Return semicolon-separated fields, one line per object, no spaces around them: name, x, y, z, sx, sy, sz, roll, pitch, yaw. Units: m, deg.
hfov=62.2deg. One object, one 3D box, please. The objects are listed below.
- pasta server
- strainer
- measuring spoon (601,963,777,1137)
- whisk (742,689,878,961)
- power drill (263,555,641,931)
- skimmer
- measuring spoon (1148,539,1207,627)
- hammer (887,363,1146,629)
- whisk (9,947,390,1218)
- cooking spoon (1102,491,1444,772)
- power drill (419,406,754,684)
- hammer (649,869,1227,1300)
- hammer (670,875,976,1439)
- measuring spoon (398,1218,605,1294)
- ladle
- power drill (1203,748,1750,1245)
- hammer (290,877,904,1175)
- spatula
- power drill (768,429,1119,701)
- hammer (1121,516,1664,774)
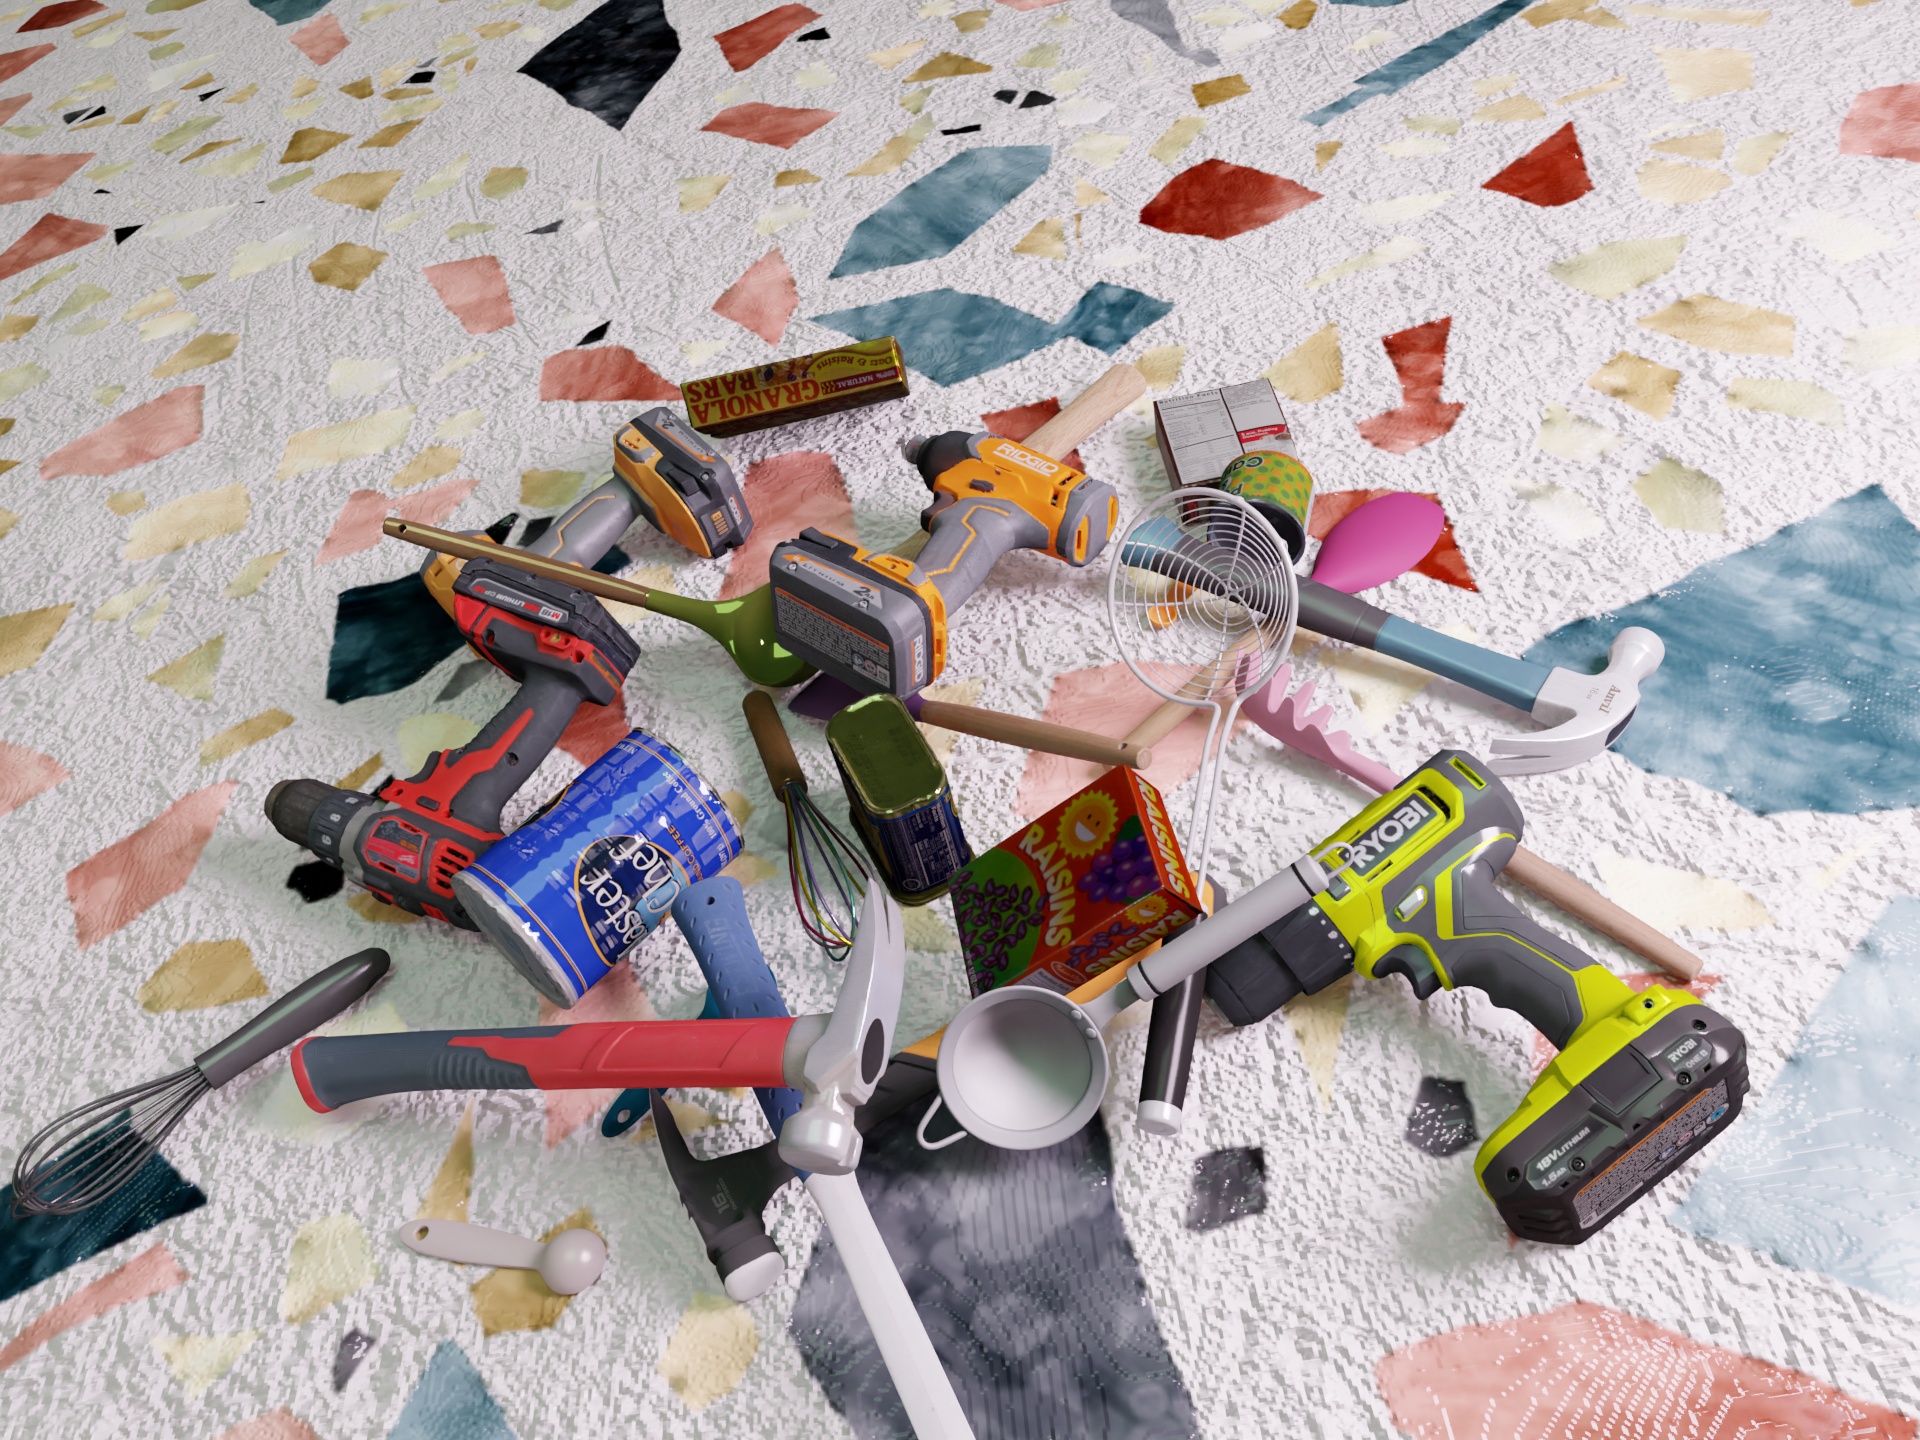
pasta server;0.276;0.047;0.905;0.316;0.060;0.040;36;107;35
strainer;0.085;0.134;0.789;0.258;0.087;0.050;-35;7;13
measuring spoon;-0.152;0.189;0.900;0.042;0.021;0.128;33;71;35
whisk;-0.097;0.060;0.993;0.047;0.051;0.245;-5;38;-20
power drill;-0.332;0.011;1.035;0.188;0.080;0.227;18;71;21
skimmer;0.115;0.037;0.866;0.127;0.090;0.364;-16;47;39
measuring spoon;0.163;-0.099;1.094;0.021;0.011;0.117;26;54;24
hammer;0.024;-0.167;1.176;0.130;0.031;0.331;30;60;35
whisk;-0.441;0.209;0.934;0.239;0.055;0.055;-36;49;-26
cooking spoon;0.206;-0.062;1.040;0.319;0.017;0.069;-39;49;-22
power drill;-0.265;-0.116;1.171;0.226;0.084;0.186;-36;54;-14
hammer;-0.002;0.171;0.863;0.337;0.034;0.127;-29;48;-13
hammer;-0.066;0.232;0.775;0.144;0.035;0.406;-25;48;-10
measuring spoon;-0.245;0.275;0.836;0.124;0.018;0.034;3;48;18
ladle;-0.241;-0.093;1.085;0.320;0.062;0.078;16;82;-1
power drill;0.245;0.140;0.791;0.190;0.080;0.229;-38;47;-1
hammer;-0.207;0.165;0.847;0.386;0.038;0.143;-7;53;28
spatula;-0.002;-0.003;0.977;0.060;0.018;0.316;-44;34;-26
power drill;-0.022;-0.118;1.056;0.164;0.084;0.226;29;50;28
hammer;0.253;-0.061;0.998;0.331;0.033;0.128;24;57;26
